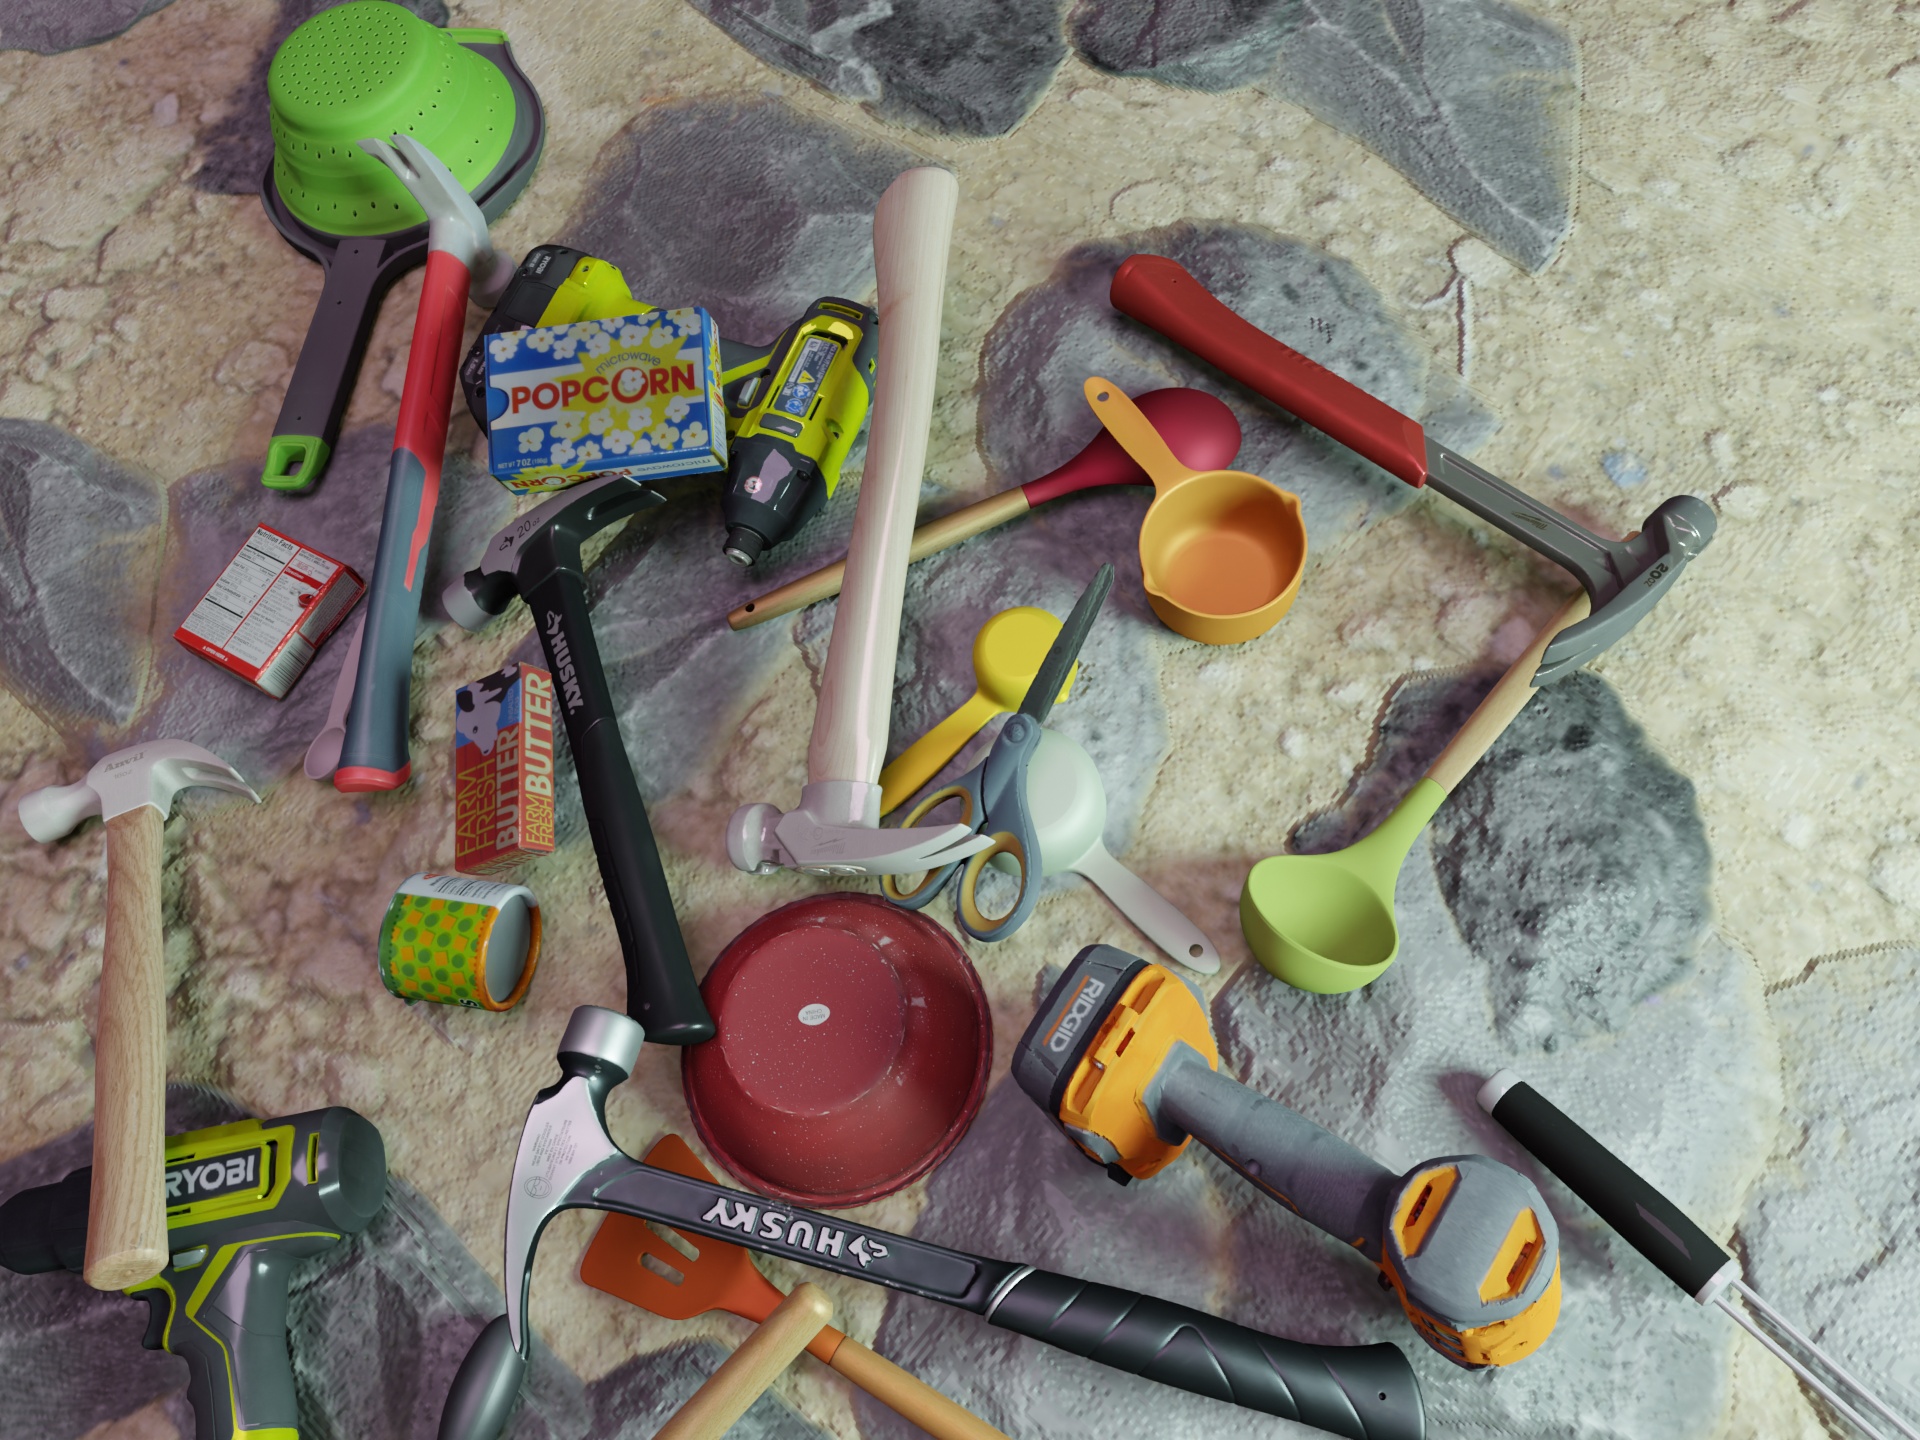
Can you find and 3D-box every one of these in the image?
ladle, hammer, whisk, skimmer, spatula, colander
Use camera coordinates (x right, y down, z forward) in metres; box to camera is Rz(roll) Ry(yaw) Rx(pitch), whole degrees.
[{"bbox_3d":[0.013,-0.118,0.909,0.315,0.031,0.069,-23,63,0],"label":"ladle"},{"bbox_3d":[-0.326,-0.148,0.926,0.038,0.143,0.387,-3,69,12],"label":"hammer"},{"bbox_3d":[-0.145,0.343,0.698,0.245,0.051,0.047,-46,106,-6],"label":"whisk"},{"bbox_3d":[-0.031,-0.119,0.854,0.146,0.038,0.411,-5,69,32],"label":"hammer"},{"bbox_3d":[0.364,0.286,0.660,0.127,0.090,0.364,-42,56,-8],"label":"skimmer"},{"bbox_3d":[-0.255,0.402,0.695,0.070,0.070,0.285,13,63,15],"label":"whisk"},{"bbox_3d":[0.001,0.247,0.687,0.409,0.036,0.149,15,60,2],"label":"hammer"},{"bbox_3d":[0.214,-0.157,0.864,0.149,0.036,0.359,-35,58,-27],"label":"hammer"},{"bbox_3d":[-0.185,0.018,0.833,0.146,0.035,0.335,-34,58,19],"label":"hammer"},{"bbox_3d":[-0.033,0.300,0.725,0.323,0.041,0.081,27,73,16],"label":"spatula"},{"bbox_3d":[0.253,0.009,0.793,0.078,0.062,0.320,37,74,22],"label":"ladle"},{"bbox_3d":[-0.404,-0.339,1.041,0.204,0.094,0.397,3,66,11],"label":"colander"},{"bbox_3d":[-0.424,0.134,0.819,0.130,0.031,0.332,-23,49,-3],"label":"hammer"}]

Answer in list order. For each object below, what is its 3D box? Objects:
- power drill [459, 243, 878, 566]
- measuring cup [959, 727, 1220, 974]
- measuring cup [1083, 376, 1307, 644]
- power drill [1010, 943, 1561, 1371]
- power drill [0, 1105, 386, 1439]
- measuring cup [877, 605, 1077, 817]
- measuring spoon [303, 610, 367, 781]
[{"bbox_3d":[-0.172,-0.190,0.946,0.223,0.080,0.171,18,69,14],"label":"power drill"},{"bbox_3d":[0.067,0.067,0.804,0.083,0.038,0.168,-43,64,-11],"label":"measuring cup"},{"bbox_3d":[0.119,-0.116,0.871,0.095,0.052,0.174,-31,66,-5],"label":"measuring cup"},{"bbox_3d":[0.145,0.195,0.682,0.227,0.164,0.084,25,71,32],"label":"power drill"},{"bbox_3d":[-0.373,0.307,0.748,0.190,0.080,0.229,-12,61,3],"label":"power drill"},{"bbox_3d":[-0.001,-0.003,0.853,0.156,0.029,0.062,-42,66,-13],"label":"measuring cup"},{"bbox_3d":[-0.352,-0.017,0.930,0.034,0.018,0.124,-12,55,29],"label":"measuring spoon"}]
